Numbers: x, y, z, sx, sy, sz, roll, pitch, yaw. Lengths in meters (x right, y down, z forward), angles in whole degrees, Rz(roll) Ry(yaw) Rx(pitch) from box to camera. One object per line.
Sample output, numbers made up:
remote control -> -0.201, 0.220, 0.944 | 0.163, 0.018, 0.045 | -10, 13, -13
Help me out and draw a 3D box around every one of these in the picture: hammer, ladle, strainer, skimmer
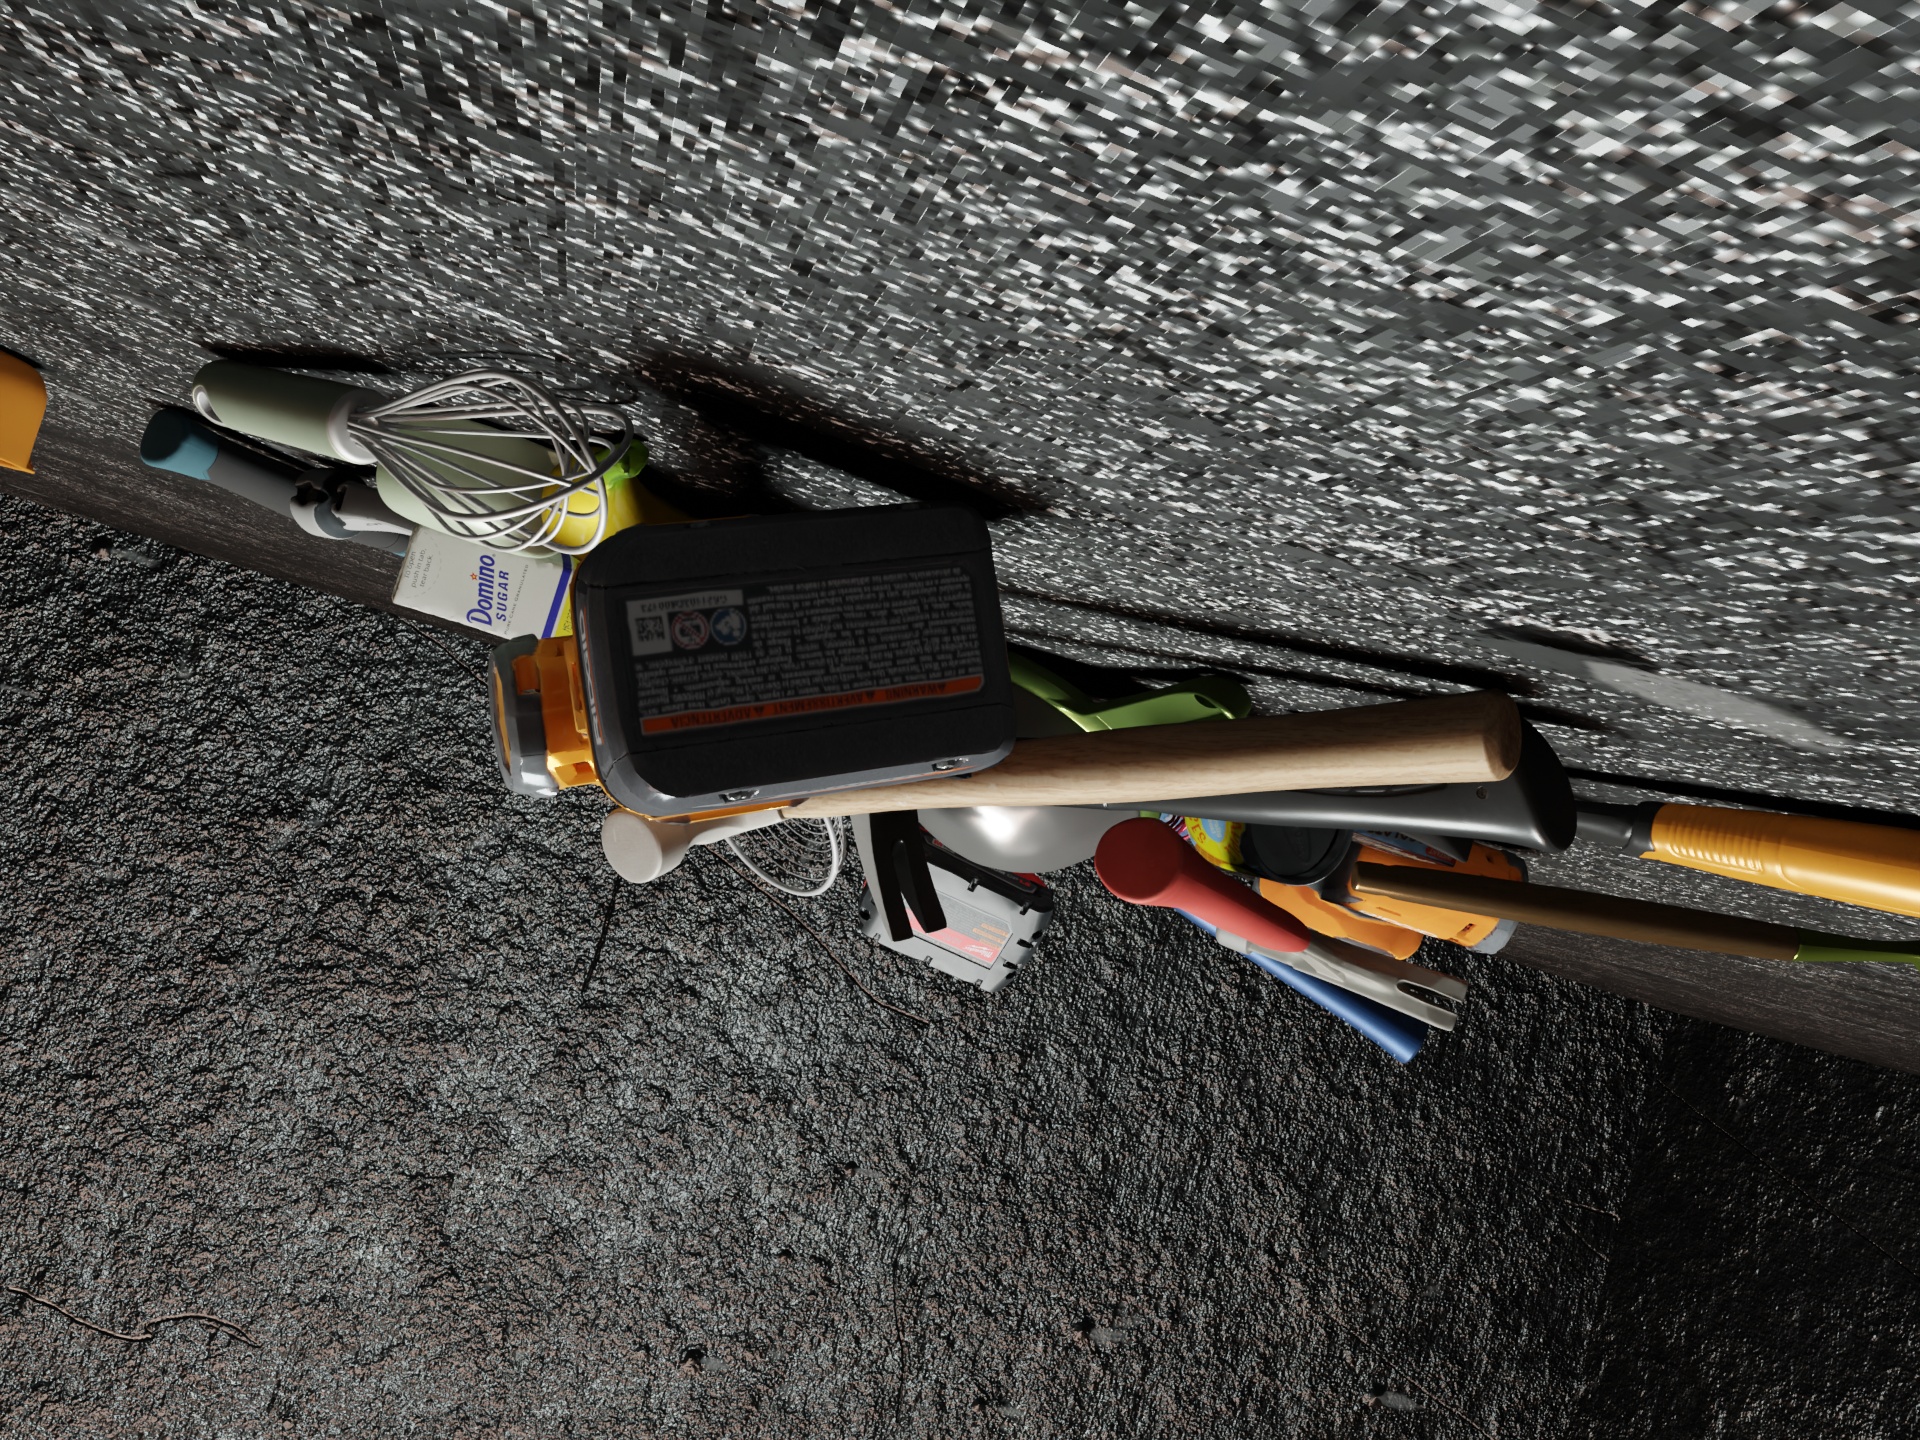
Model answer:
hammer -> 0.073, 0.027, 0.622 | 0.335, 0.146, 0.035 | 1, -174, 45
ladle -> 0.322, 0.102, 0.671 | 0.320, 0.062, 0.078 | 9, 178, 0
strainer -> 0.040, 0.025, 0.724 | 0.151, 0.069, 0.256 | 42, 158, -15
skimmer -> -0.177, 0.021, 0.944 | 0.127, 0.090, 0.363 | 28, 175, 29
hammer -> -0.341, -0.111, 0.930 | 0.128, 0.033, 0.330 | 16, 176, 21
hammer -> 0.031, 0.018, 0.573 | 0.331, 0.031, 0.130 | -6, -168, 34
hammer -> 0.124, 0.104, 1.036 | 0.405, 0.035, 0.144 | 32, -171, 0
hammer -> 0.268, 0.045, 0.565 | 0.127, 0.034, 0.337 | 21, 174, -32
hammer -> -0.176, -0.061, 0.939 | 0.149, 0.036, 0.408 | 13, 174, 35
hammer -> 0.159, 0.105, 0.809 | 0.149, 0.037, 0.358 | 18, 174, 28

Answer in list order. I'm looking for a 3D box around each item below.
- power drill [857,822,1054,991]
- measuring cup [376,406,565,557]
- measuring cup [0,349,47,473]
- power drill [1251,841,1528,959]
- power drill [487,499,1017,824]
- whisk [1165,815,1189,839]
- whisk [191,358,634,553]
power drill -> 0.026, 0.086, 1.119 | 0.188, 0.080, 0.227 | 25, -151, -8
measuring cup -> -0.155, -0.075, 0.630 | 0.083, 0.038, 0.167 | 14, 173, 34
measuring cup -> -0.511, -0.164, 0.798 | 0.095, 0.052, 0.174 | 20, 177, -32
power drill -> 0.251, 0.097, 1.025 | 0.164, 0.084, 0.226 | 19, 172, 4
power drill -> -0.054, -0.016, 0.530 | 0.185, 0.084, 0.226 | -8, 179, -21
whisk -> -0.001, -0.003, 0.882 | 0.296, 0.073, 0.073 | 23, 177, 8
whisk -> -0.188, -0.095, 0.514 | 0.246, 0.059, 0.057 | 18, 141, 40
